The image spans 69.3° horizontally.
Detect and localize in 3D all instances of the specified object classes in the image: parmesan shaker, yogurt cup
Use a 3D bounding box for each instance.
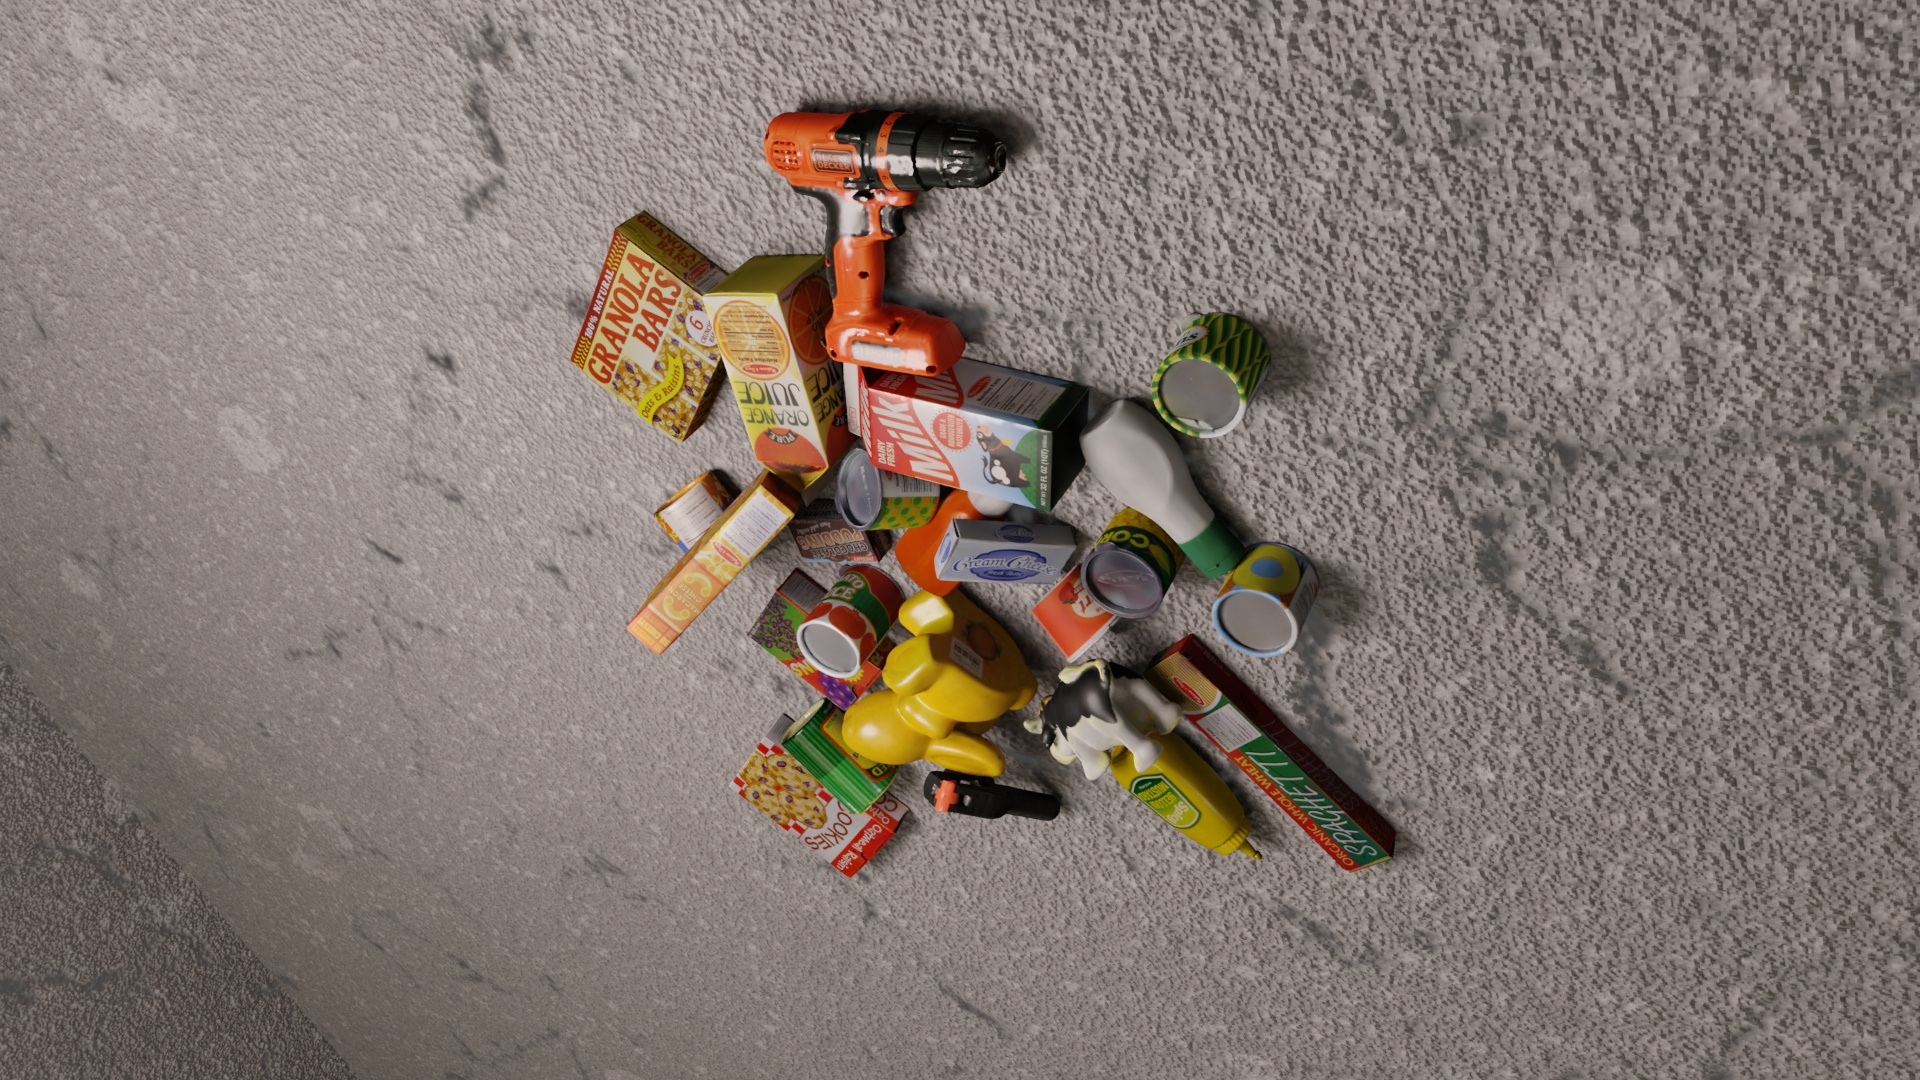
[{"bbox_3d":[-0.120,0.214,1.376,0.103,0.072,0.071,45,135,-8],"label":"parmesan shaker"},{"bbox_3d":[0.094,0.057,1.119,0.054,0.073,0.072,45,136,3],"label":"yogurt cup"}]

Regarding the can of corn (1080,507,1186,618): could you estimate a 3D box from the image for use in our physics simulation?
[{"bbox_3d":[0.133,0.014,1.062,0.071,0.058,0.070,17,133,20],"label":"can of corn"}]

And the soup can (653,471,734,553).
[{"bbox_3d":[-0.227,-0.012,1.263,0.071,0.072,0.083,-24,109,42],"label":"soup can"}]

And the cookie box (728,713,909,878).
[{"bbox_3d":[-0.151,0.272,1.465,0.167,0.040,0.122,37,136,0],"label":"cookie box"}]

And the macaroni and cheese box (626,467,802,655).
[{"bbox_3d":[-0.200,0.010,1.167,0.040,0.124,0.166,42,102,-10],"label":"macaroni and cheese box"}]

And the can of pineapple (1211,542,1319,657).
[{"bbox_3d":[0.224,0.044,1.030,0.071,0.058,0.070,17,133,20],"label":"can of pineapple"}]

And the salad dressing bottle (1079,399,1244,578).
[{"bbox_3d":[0.150,-0.036,1.022,0.147,0.044,0.064,48,133,-13],"label":"salad dressing bottle"}]

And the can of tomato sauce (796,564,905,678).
[{"bbox_3d":[-0.098,0.070,1.235,0.071,0.083,0.070,17,132,20],"label":"can of tomato sauce"}]

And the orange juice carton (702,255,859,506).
[{"bbox_3d":[-0.130,-0.124,1.103,0.073,0.072,0.191,6,127,29],"label":"orange juice carton"}]

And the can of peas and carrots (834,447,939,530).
[{"bbox_3d":[-0.059,-0.041,1.119,0.071,0.059,0.071,5,96,54],"label":"can of peas and carrots"}]

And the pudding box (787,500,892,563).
[{"bbox_3d":[-0.106,-0.007,1.214,0.083,0.030,0.049,1,127,32],"label":"pudding box"}]

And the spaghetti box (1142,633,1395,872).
[{"bbox_3d":[0.255,0.177,1.141,0.250,0.029,0.050,44,136,-6],"label":"spaghetti box"}]

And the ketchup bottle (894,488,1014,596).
[{"bbox_3d":[0.004,-0.014,1.130,0.065,0.044,0.148,45,136,2],"label":"ketchup bottle"}]

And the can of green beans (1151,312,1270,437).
[{"bbox_3d":[0.169,-0.111,0.937,0.071,0.058,0.071,17,132,20],"label":"can of green beans"}]

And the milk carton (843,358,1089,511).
[{"bbox_3d":[-0.004,-0.090,1.051,0.191,0.074,0.072,16,129,21],"label":"milk carton"}]

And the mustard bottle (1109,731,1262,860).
[{"bbox_3d":[0.203,0.225,1.199,0.160,0.049,0.065,41,139,-4],"label":"mustard bottle"}]

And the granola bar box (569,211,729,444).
[{"bbox_3d":[-0.250,-0.174,1.162,0.124,0.039,0.164,37,136,0],"label":"granola bar box"}]

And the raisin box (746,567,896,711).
[{"bbox_3d":[-0.131,0.095,1.307,0.123,0.040,0.085,38,135,-1],"label":"raisin box"}]

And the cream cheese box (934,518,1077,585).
[{"bbox_3d":[0.035,0.010,1.103,0.104,0.024,0.053,4,139,-21],"label":"cream cheese box"}]
